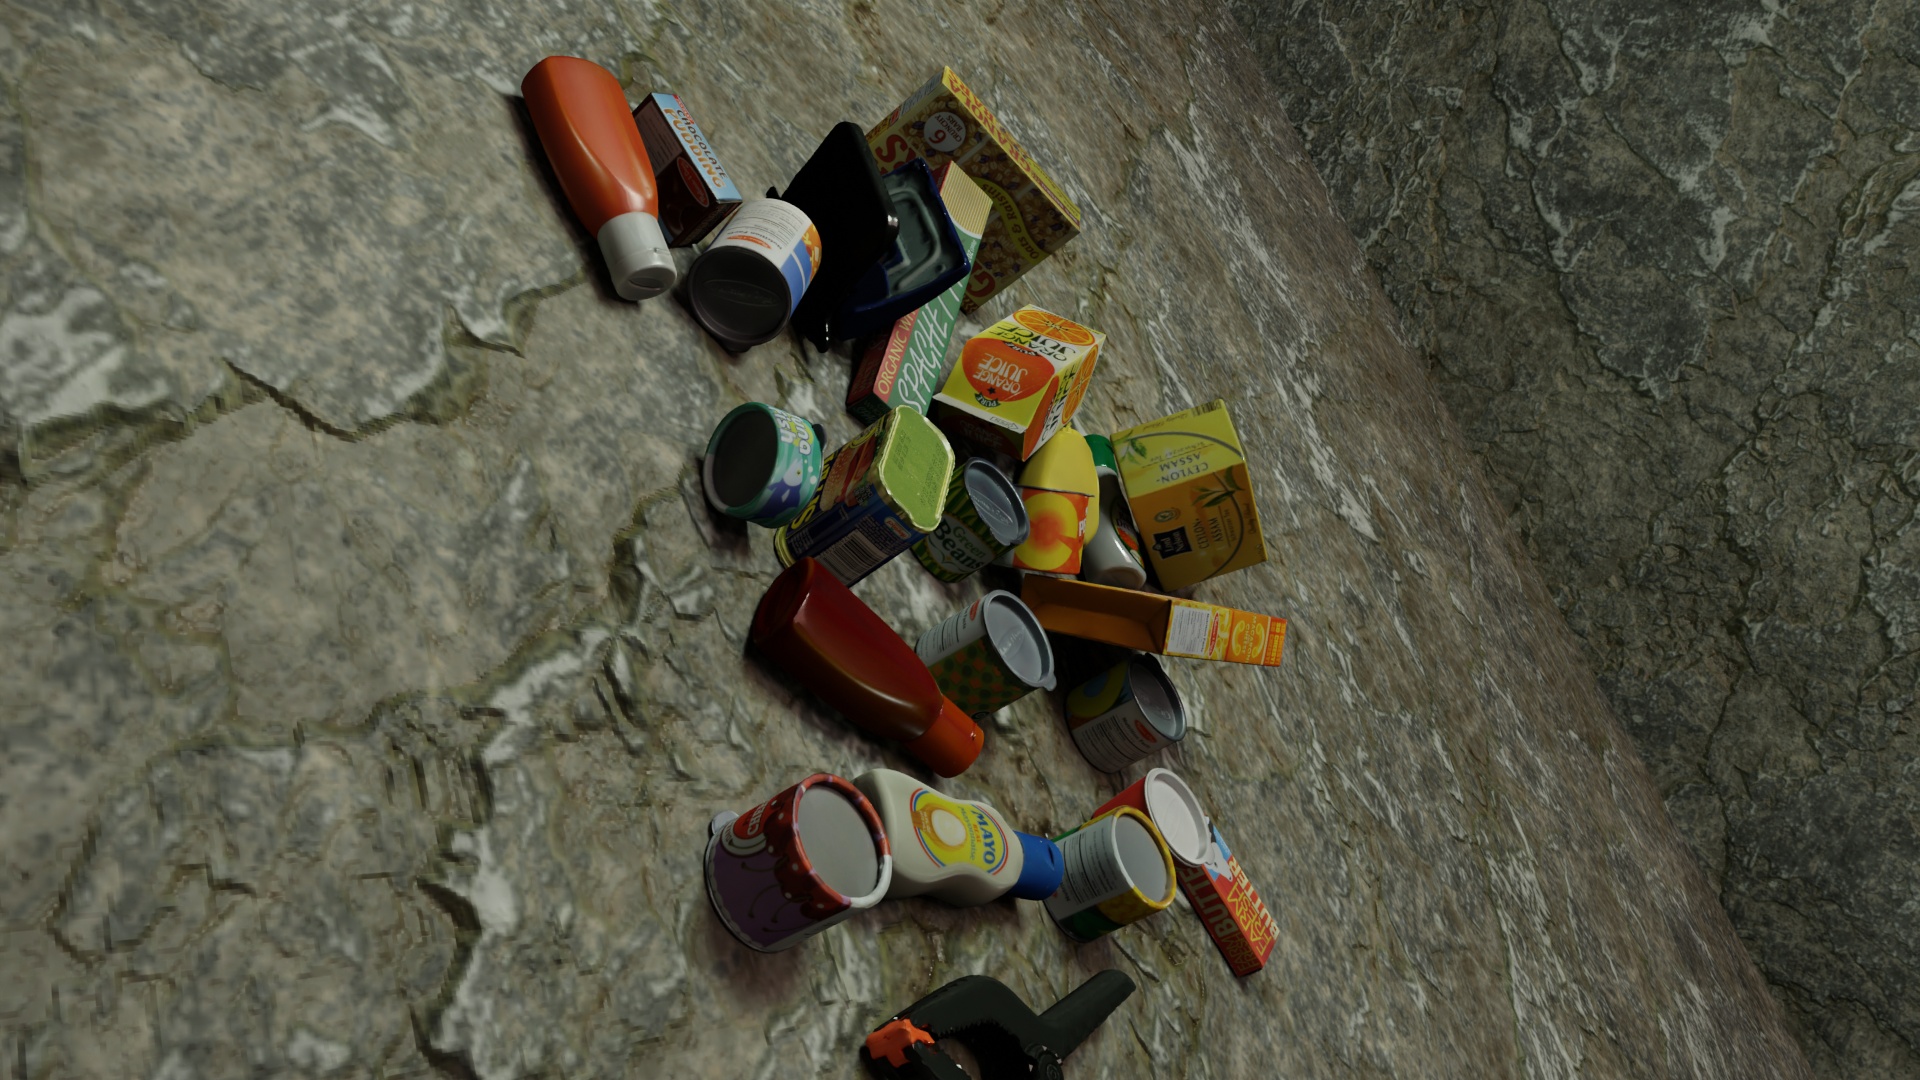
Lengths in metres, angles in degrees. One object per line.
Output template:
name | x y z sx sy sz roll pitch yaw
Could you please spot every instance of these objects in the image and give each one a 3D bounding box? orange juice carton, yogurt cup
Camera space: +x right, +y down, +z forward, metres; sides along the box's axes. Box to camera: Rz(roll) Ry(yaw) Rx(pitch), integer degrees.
orange juice carton | 0.044 -0.119 1.057 0.072 0.072 0.193 24 26 12
yogurt cup | 0.123 0.191 0.911 0.072 0.053 0.073 38 33 -31

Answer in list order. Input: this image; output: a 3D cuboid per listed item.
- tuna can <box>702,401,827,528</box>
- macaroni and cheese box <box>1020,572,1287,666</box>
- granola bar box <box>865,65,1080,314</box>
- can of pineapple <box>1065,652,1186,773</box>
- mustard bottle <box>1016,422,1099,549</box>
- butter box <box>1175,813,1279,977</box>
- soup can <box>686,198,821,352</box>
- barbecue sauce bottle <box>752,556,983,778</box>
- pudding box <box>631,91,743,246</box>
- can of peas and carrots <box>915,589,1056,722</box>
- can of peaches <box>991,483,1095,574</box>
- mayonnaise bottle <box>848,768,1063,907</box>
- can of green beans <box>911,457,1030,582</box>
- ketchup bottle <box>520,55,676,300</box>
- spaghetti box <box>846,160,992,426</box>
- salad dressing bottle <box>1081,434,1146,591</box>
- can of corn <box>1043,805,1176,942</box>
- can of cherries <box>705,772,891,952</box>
tuna can | -0.109 -0.043 0.772 0.033 0.071 0.071 19 46 -48
macaroni and cheese box | 0.140 0.059 0.997 0.166 0.124 0.040 11 89 -49
granola bar box | -0.002 -0.279 1.121 0.165 0.124 0.039 41 31 -27
can of pineapple | 0.115 0.120 0.967 0.071 0.057 0.071 38 33 -31
mustard bottle | 0.078 -0.047 1.088 0.065 0.048 0.161 40 31 -17
butter box | 0.184 0.249 0.978 0.103 0.024 0.053 59 28 3
soup can | -0.129 -0.168 0.877 0.071 0.071 0.084 46 29 -19
barbecue sauce bottle | -0.048 0.077 0.774 0.148 0.043 0.065 44 31 -24
pudding box | -0.181 -0.233 0.876 0.084 0.049 0.030 58 30 4
can of peas and carrots | 0.016 0.074 0.859 0.071 0.058 0.071 38 34 -32
can of peaches | 0.057 -0.008 0.976 0.071 0.071 0.058 6 92 -55
mayonnaise bottle | -0.002 0.168 0.754 0.148 0.041 0.065 25 40 -44
can of green beans | 0.004 -0.013 0.929 0.071 0.057 0.071 38 33 -31
ketchup bottle | -0.208 -0.213 0.819 0.065 0.043 0.149 2 59 -56
spaghetti box | -0.026 -0.178 1.016 0.050 0.028 0.251 38 49 -29
salad dressing bottle | 0.116 -0.022 1.127 0.064 0.044 0.148 44 29 -42
can of corn | 0.091 0.202 0.844 0.071 0.058 0.071 38 34 -31
can of cherries | -0.076 0.147 0.643 0.071 0.058 0.072 38 34 -32
